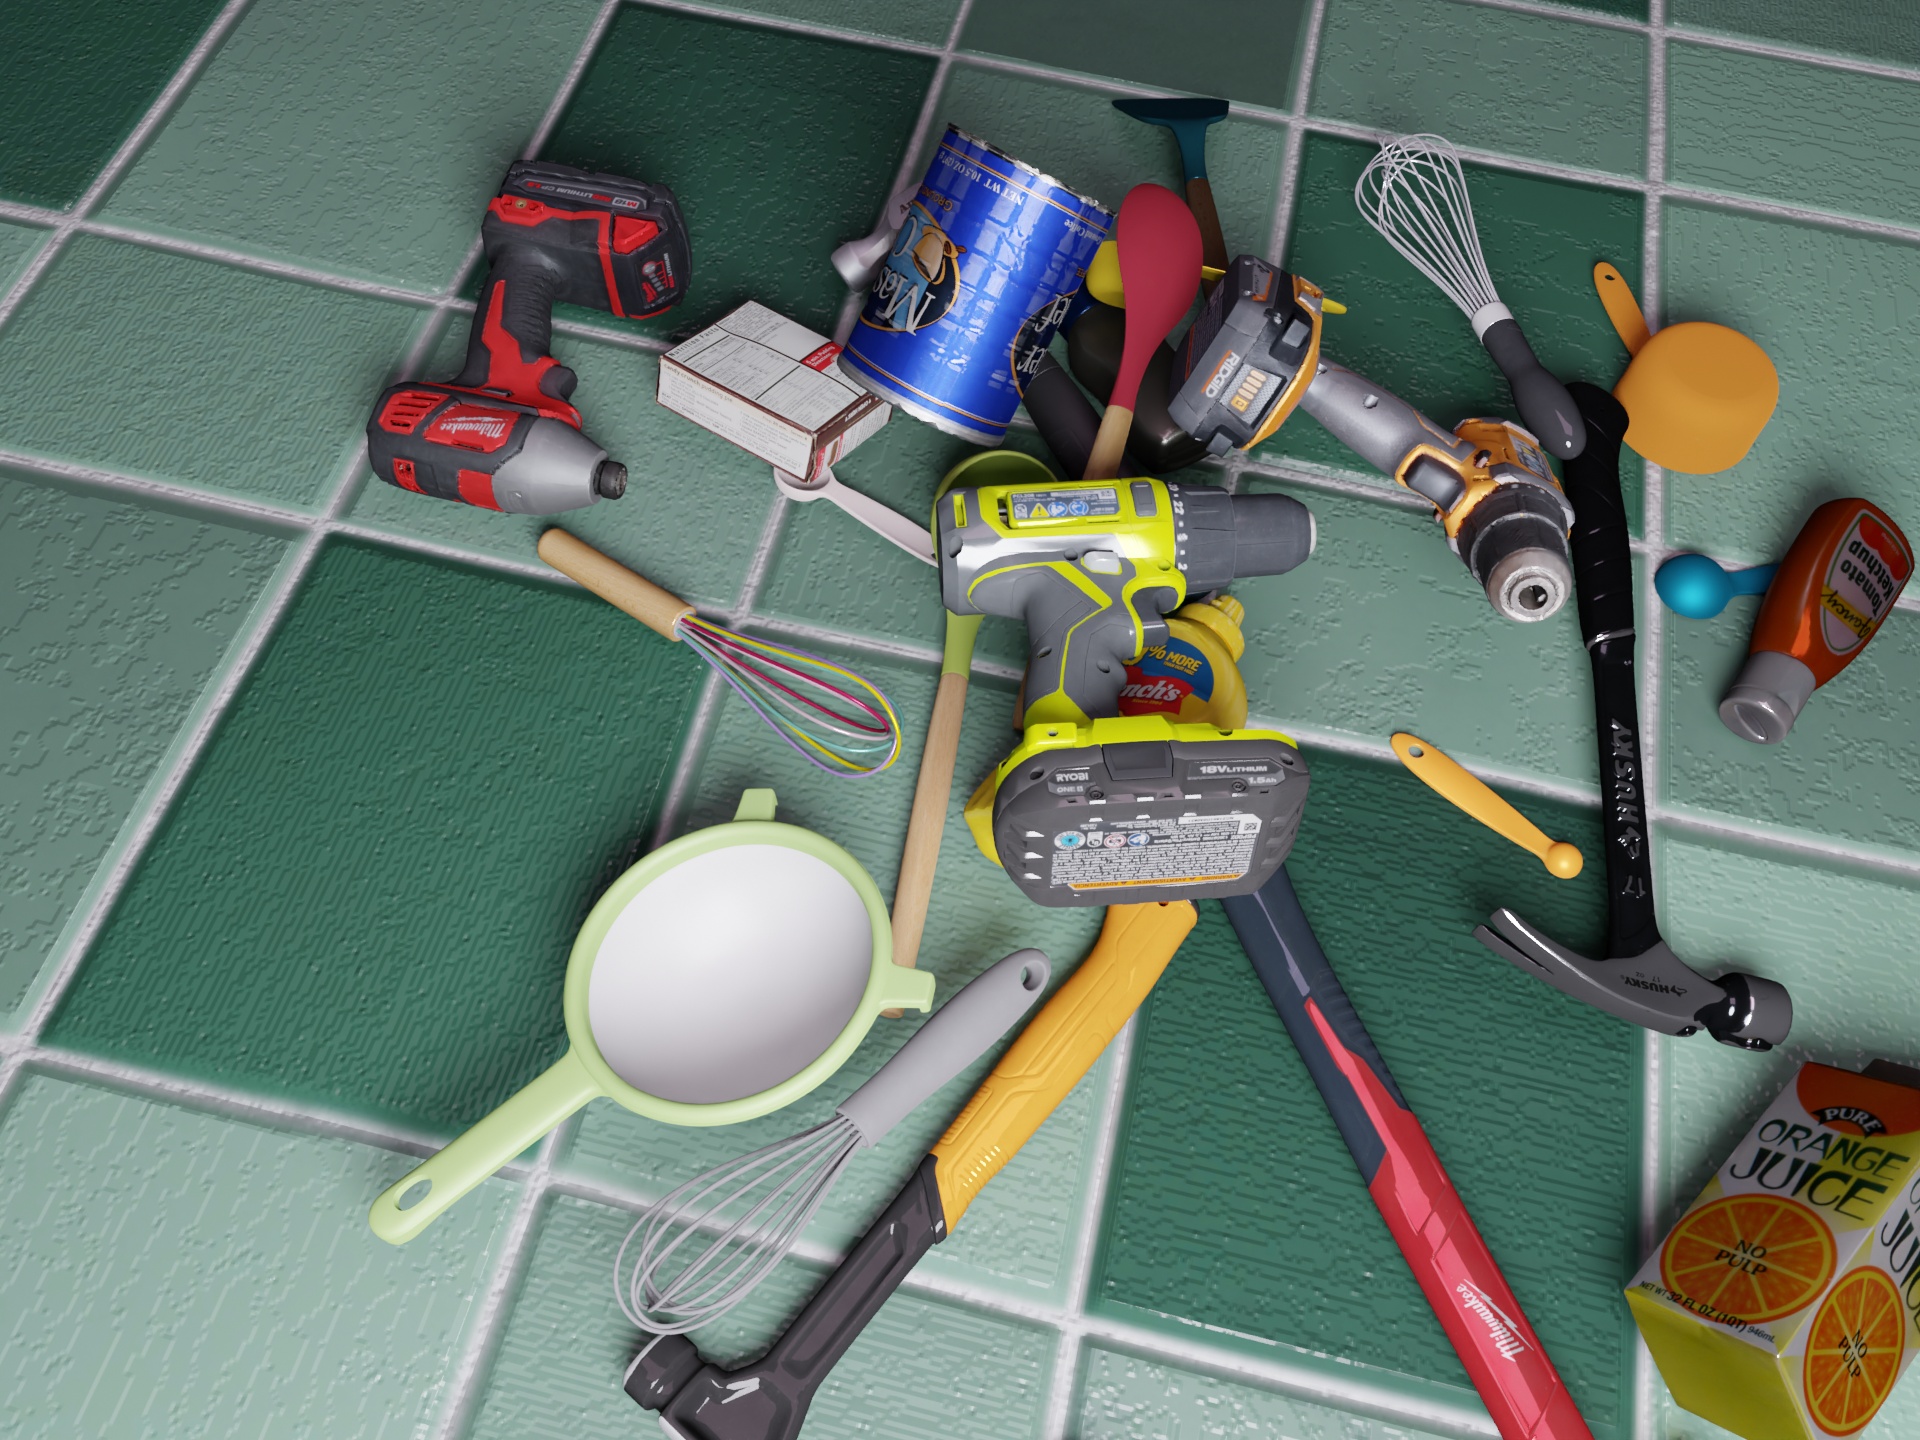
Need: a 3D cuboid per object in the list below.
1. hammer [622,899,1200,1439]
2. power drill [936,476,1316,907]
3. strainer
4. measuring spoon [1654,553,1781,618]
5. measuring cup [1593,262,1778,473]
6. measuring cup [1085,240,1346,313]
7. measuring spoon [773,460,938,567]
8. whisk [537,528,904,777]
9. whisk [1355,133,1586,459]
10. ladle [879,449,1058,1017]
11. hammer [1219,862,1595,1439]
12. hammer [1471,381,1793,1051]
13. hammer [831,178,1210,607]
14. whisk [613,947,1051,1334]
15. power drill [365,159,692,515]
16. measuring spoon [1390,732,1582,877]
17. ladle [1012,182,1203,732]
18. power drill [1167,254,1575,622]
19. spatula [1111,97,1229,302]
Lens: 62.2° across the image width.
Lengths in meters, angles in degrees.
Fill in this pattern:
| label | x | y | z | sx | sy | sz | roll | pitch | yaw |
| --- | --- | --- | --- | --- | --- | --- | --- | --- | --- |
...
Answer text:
| label | x | y | z | sx | sy | sz | roll | pitch | yaw |
| --- | --- | --- | --- | --- | --- | --- | --- | --- | --- |
| hammer | 0.010 | 0.201 | 0.715 | 0.127 | 0.034 | 0.337 | 34 | 63 | 17 |
| power drill | 0.090 | -0.030 | 0.755 | 0.190 | 0.080 | 0.229 | -3 | 49 | -3 |
| strainer | -0.140 | 0.155 | 0.717 | 0.256 | 0.069 | 0.152 | -36 | 54 | -14 |
| measuring spoon | 0.464 | -0.086 | 0.913 | 0.128 | 0.021 | 0.042 | -7 | 60 | -7 |
| measuring cup | 0.438 | -0.235 | 0.983 | 0.095 | 0.052 | 0.174 | -9 | 62 | -8 |
| measuring cup | 0.149 | -0.247 | 0.932 | 0.156 | 0.062 | 0.029 | 13 | 92 | -4 |
| measuring spoon | -0.054 | -0.115 | 0.914 | 0.124 | 0.018 | 0.034 | 32 | 47 | 8 |
| whisk | -0.130 | -0.045 | 0.851 | 0.245 | 0.047 | 0.051 | 30 | 64 | 18 |
| whisk | 0.314 | -0.267 | 0.980 | 0.070 | 0.070 | 0.285 | -11 | 57 | -9 |
| ladle | -0.001 | -0.003 | 0.824 | 0.078 | 0.062 | 0.320 | 24 | 60 | -23 |
| hammer | 0.182 | 0.201 | 0.721 | 0.143 | 0.038 | 0.387 | -19 | 62 | -12 |
| hammer | 0.347 | -0.028 | 0.860 | 0.149 | 0.036 | 0.409 | 13 | 57 | -6 |
| hammer | 0.047 | -0.196 | 0.932 | 0.128 | 0.033 | 0.331 | -35 | 67 | 12 |
| whisk | -0.048 | 0.173 | 0.688 | 0.239 | 0.055 | 0.055 | -37 | 67 | -26 |
| power drill | -0.238 | -0.216 | 0.930 | 0.143 | 0.078 | 0.220 | 13 | 62 | 6 |
| measuring spoon | 0.276 | 0.042 | 0.835 | 0.117 | 0.011 | 0.021 | 39 | 65 | 19 |
| ladle | 0.077 | -0.144 | 0.862 | 0.031 | 0.069 | 0.315 | 10 | 81 | 50 |
| power drill | 0.224 | -0.143 | 0.844 | 0.226 | 0.084 | 0.185 | 29 | 31 | -7 |
| spatula | 0.155 | -0.315 | 1.017 | 0.082 | 0.044 | 0.318 | -1 | 58 | -3 |
